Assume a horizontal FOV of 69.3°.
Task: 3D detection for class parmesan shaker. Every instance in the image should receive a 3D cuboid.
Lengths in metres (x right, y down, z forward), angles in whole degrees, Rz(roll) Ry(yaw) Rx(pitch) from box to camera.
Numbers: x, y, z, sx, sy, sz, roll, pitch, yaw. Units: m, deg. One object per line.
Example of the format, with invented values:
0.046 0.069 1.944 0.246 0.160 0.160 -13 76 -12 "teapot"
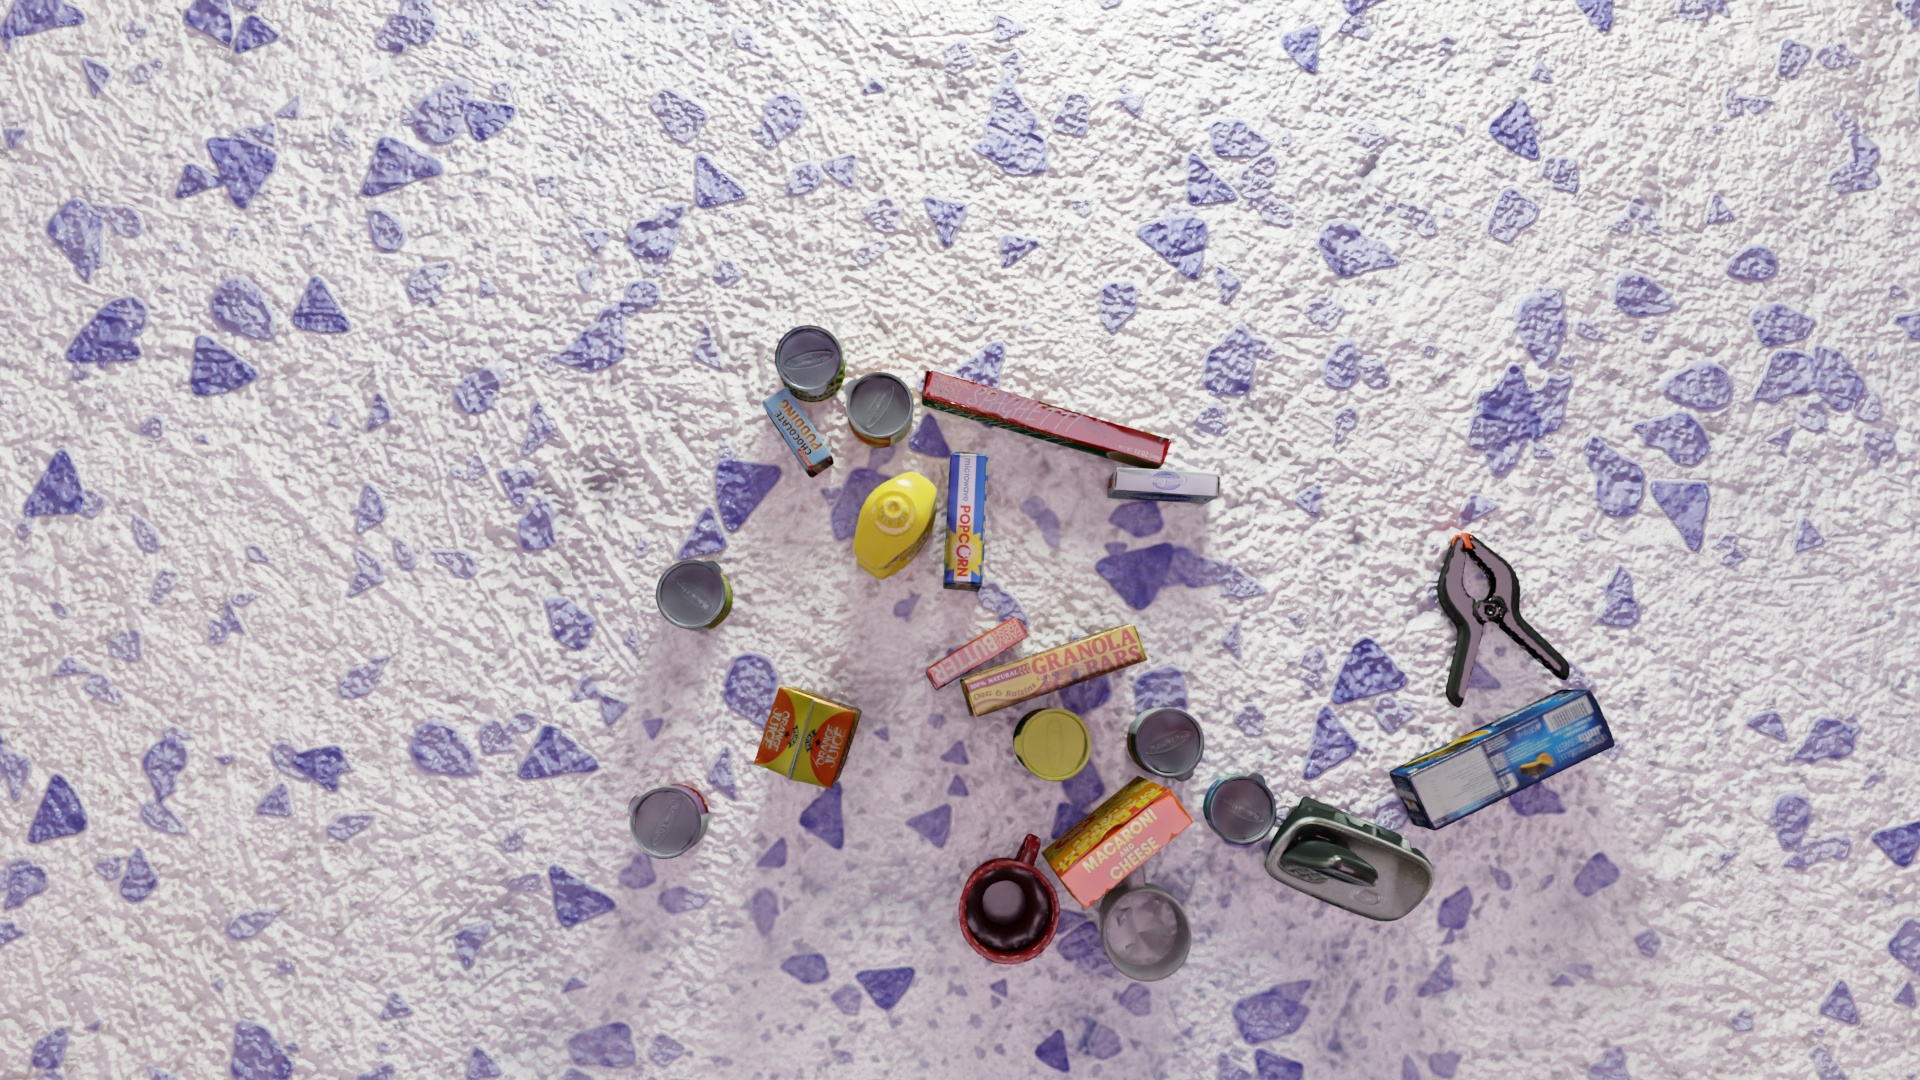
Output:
0.082 0.191 1.311 0.071 0.103 0.071 0 84 -2 "parmesan shaker"

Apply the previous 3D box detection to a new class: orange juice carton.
-0.137 0.177 1.259 0.073 0.192 0.072 18 83 0 "orange juice carton"

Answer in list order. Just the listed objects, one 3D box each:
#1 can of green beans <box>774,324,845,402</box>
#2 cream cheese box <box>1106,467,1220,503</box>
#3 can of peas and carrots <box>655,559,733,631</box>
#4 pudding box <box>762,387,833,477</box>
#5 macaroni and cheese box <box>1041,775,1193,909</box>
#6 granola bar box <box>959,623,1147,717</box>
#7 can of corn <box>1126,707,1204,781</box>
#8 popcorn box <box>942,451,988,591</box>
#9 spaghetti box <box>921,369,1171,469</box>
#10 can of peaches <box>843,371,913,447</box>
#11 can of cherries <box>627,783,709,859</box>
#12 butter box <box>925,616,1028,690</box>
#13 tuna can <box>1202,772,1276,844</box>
-0.147 -0.173 1.369 0.071 0.057 0.071 0 83 -2 "can of green beans"
0.199 -0.054 1.369 0.104 0.053 0.024 3 84 -2 "cream cheese box"
-0.254 0.052 1.338 0.071 0.058 0.071 0 83 -2 "can of peas and carrots"
-0.159 -0.106 1.365 0.030 0.049 0.084 -34 86 -5 "pudding box"
0.139 0.272 1.271 0.124 0.166 0.040 -37 86 -5 "macaroni and cheese box"
0.083 0.122 1.308 0.166 0.124 0.039 -18 85 -4 "granola bar box"
0.198 0.196 1.337 0.071 0.058 0.071 0 83 -2 "can of corn"
0.005 -0.017 1.342 0.038 0.085 0.127 3 83 -2 "popcorn box"
0.082 -0.118 1.375 0.250 0.050 0.029 16 83 0 "spaghetti box"
-0.081 -0.129 1.366 0.071 0.058 0.071 0 83 -2 "can of peaches"
-0.276 0.262 1.312 0.071 0.058 0.071 0 83 -2 "can of cherries"
0.015 0.109 1.343 0.103 0.053 0.024 -30 85 -5 "butter box"
0.271 0.257 1.345 0.071 0.033 0.071 0 83 -2 "tuna can"
